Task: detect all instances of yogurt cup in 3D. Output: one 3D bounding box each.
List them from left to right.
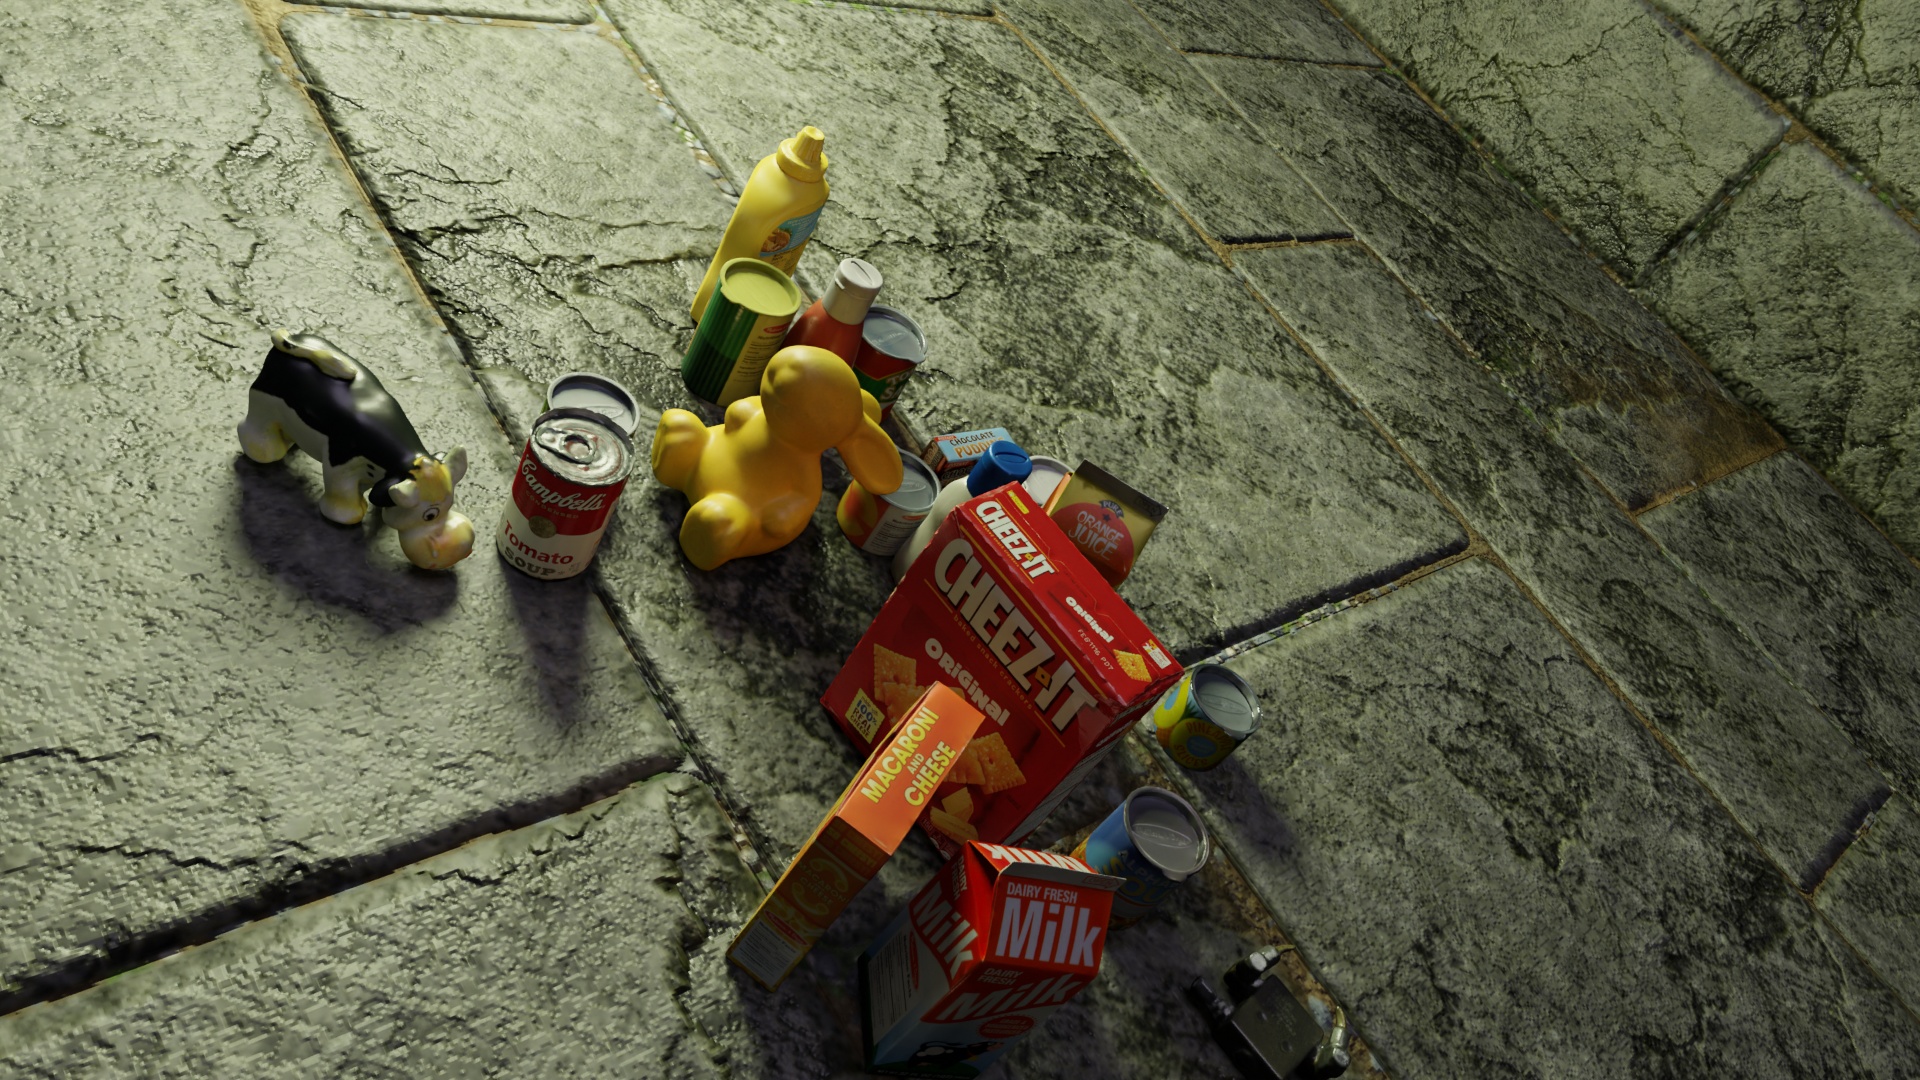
[{"bbox_3d":[0.069,-0.030,1.179,0.072,0.053,0.073,19,42,-18],"label":"yogurt cup"}]

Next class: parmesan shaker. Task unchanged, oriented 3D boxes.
[{"bbox_3d":[-0.178,-0.163,1.103,0.071,0.102,0.072,19,42,-18],"label":"parmesan shaker"}]

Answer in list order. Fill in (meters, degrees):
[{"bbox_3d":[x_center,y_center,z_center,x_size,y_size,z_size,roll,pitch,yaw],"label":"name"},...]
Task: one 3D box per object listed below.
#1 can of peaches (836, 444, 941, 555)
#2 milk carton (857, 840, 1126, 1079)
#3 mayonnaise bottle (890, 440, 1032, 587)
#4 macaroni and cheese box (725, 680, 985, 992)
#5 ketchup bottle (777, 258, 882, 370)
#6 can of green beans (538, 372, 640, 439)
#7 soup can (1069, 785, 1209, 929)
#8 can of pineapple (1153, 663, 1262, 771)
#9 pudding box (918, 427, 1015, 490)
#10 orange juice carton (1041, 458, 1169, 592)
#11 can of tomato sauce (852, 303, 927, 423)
[{"bbox_3d":[-0.057,-0.032,1.090,0.071,0.057,0.071,19,42,-18],"label":"can of peaches"},{"bbox_3d":[0.015,0.229,0.776,0.072,0.189,0.074,14,44,-24],"label":"milk carton"},{"bbox_3d":[0.004,-0.013,1.044,0.065,0.147,0.041,4,49,-32],"label":"mayonnaise bottle"},{"bbox_3d":[-0.062,0.171,0.801,0.040,0.165,0.124,37,39,3],"label":"macaroni and cheese box"},{"bbox_3d":[-0.108,-0.158,1.110,0.044,0.148,0.065,-19,63,-44],"label":"ketchup bottle"},{"bbox_3d":[-0.268,-0.076,0.989,0.071,0.057,0.071,19,42,-18],"label":"can of green beans"},{"bbox_3d":[0.119,0.219,0.942,0.071,0.083,0.072,19,42,-18],"label":"soup can"},{"bbox_3d":[0.194,0.141,1.092,0.071,0.057,0.071,19,42,-18],"label":"can of pineapple"},{"bbox_3d":[0.004,-0.067,1.174,0.084,0.049,0.030,-10,57,-41],"label":"pudding box"},{"bbox_3d":[0.073,0.021,1.023,0.072,0.191,0.073,32,39,-3],"label":"orange juice carton"},{"bbox_3d":[-0.073,-0.146,1.174,0.071,0.082,0.071,19,42,-18],"label":"can of tomato sauce"}]
